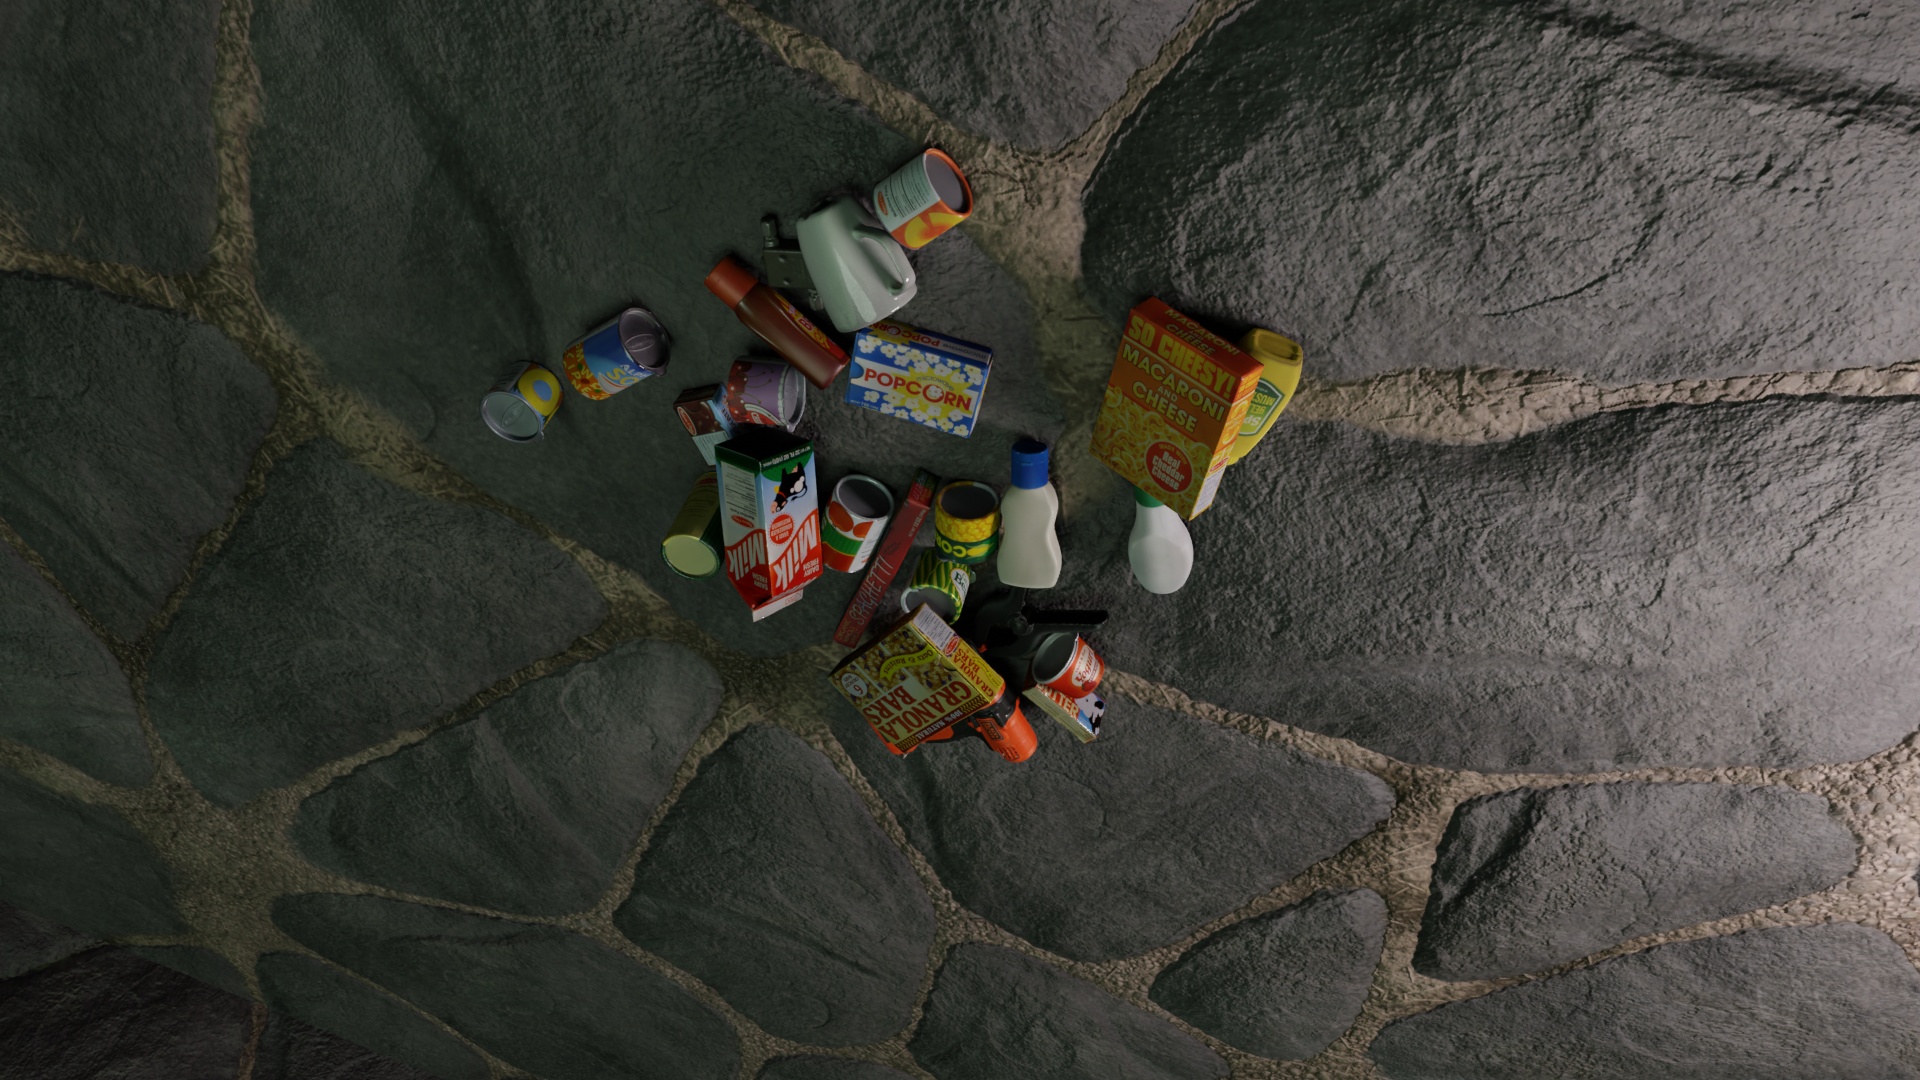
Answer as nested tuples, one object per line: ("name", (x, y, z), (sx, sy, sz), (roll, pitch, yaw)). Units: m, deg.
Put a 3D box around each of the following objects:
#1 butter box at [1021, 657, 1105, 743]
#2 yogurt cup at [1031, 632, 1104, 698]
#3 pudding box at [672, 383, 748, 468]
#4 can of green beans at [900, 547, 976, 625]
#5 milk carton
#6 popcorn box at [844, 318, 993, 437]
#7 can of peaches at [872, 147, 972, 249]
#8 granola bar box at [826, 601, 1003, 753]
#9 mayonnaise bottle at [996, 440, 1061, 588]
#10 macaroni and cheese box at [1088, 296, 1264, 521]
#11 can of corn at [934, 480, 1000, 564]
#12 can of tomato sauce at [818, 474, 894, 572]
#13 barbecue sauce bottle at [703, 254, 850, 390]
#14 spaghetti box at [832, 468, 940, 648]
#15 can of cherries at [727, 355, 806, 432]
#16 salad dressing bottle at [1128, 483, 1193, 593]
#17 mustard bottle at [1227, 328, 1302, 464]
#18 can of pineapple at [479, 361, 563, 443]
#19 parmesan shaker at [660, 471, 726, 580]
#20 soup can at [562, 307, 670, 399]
("butter box", (0.117, 0.177, 1.558), (0.103, 0.053, 0.024), (40, 132, -19))
("yogurt cup", (0.119, 0.137, 1.515), (0.054, 0.073, 0.072), (36, 131, -27))
("pudding box", (-0.250, -0.117, 1.416), (0.049, 0.030, 0.083), (-8, 128, 24))
("can of green beans", (-0.026, 0.051, 1.482), (0.071, 0.058, 0.071), (8, 133, 9))
("milk carton", (-0.193, -0.012, 1.416), (0.073, 0.072, 0.189), (20, 122, 38))
("popcorn box", (-0.039, -0.156, 1.315), (0.127, 0.038, 0.084), (16, 134, 1))
("can of peaches", (-0.030, -0.289, 1.177), (0.058, 0.071, 0.071), (-26, 119, 33))
("granola bar box", (-0.051, 0.152, 1.502), (0.124, 0.039, 0.165), (45, 134, -9))
("mayonnaise bottle", (0.069, -0.025, 1.379), (0.065, 0.041, 0.147), (5, 117, 12))
("macaroni and cheese box", (0.190, -0.118, 1.248), (0.124, 0.040, 0.165), (37, 138, 24))
("can of corn", (0.005, -0.018, 1.404), (0.071, 0.071, 0.058), (8, 132, 9))
("can of tomato sauce", (-0.114, -0.019, 1.440), (0.071, 0.071, 0.082), (24, 132, -6))
("barbecue sauce bottle", (-0.172, -0.204, 1.297), (0.148, 0.065, 0.043), (40, 100, -9))
("spaghetti box", (-0.081, 0.025, 1.480), (0.029, 0.050, 0.248), (25, 133, -5))
("can of cherries", (-0.188, -0.143, 1.347), (0.058, 0.072, 0.071), (6, 132, 11))
("salad dressing bottle", (0.195, -0.015, 1.371), (0.064, 0.044, 0.147), (1, 130, 17))
("mustard bottle", (0.254, -0.116, 1.259), (0.065, 0.049, 0.159), (22, 133, 2))
("can of pineapple", (-0.451, -0.141, 1.432), (0.071, 0.058, 0.070), (8, 133, 9))
("parmesan shaker", (-0.269, -0.014, 1.462), (0.071, 0.103, 0.071), (9, 133, 9))
("soup can", (-0.335, -0.179, 1.358), (0.083, 0.072, 0.071), (-21, 122, 31))
